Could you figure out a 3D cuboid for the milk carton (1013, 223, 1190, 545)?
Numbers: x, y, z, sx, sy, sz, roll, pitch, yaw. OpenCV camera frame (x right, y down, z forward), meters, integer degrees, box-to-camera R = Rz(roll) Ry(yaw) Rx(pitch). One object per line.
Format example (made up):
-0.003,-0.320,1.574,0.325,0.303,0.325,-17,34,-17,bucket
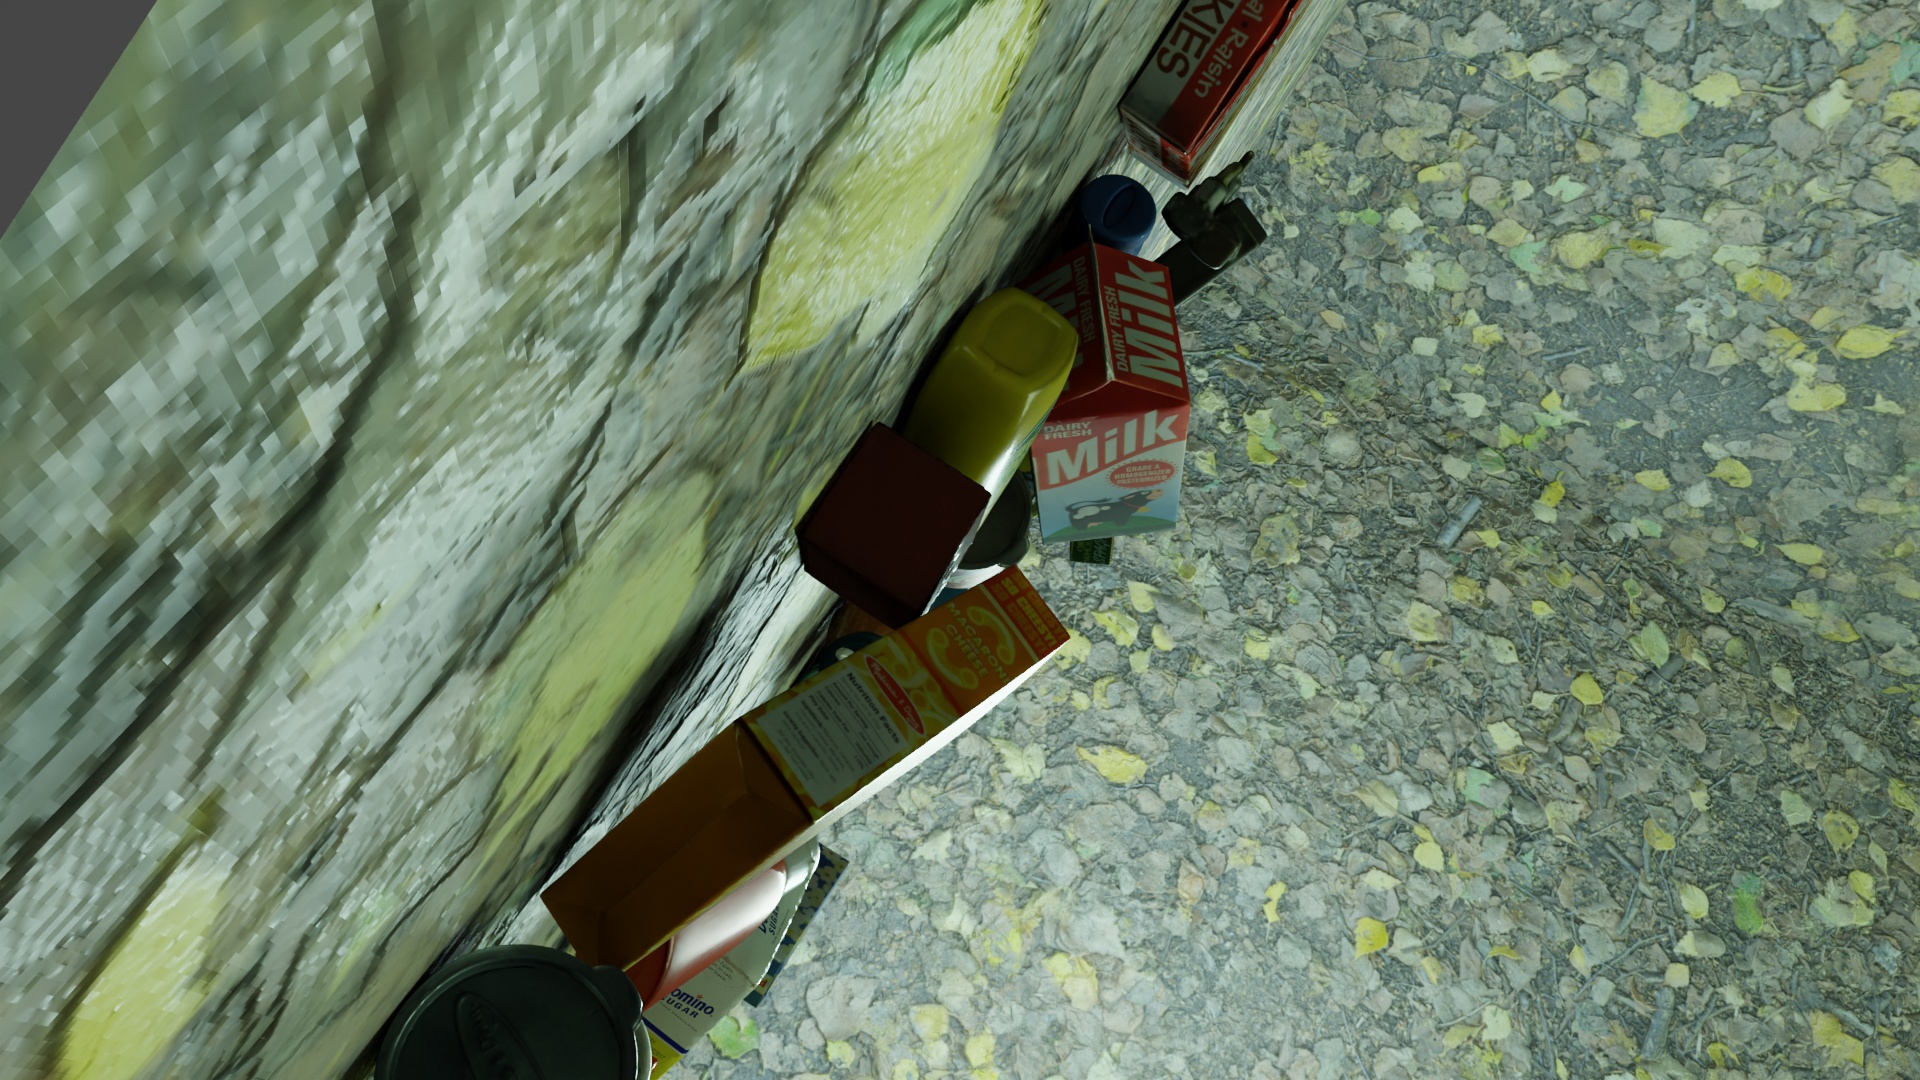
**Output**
0.066,-0.067,0.659,0.190,0.073,0.072,76,8,-67,milk carton

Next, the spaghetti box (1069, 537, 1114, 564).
0.093,-0.081,0.965,0.251,0.029,0.049,-83,177,-50,spaghetti box

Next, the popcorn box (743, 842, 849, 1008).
-0.130,0.217,0.855,0.038,0.085,0.127,-59,176,20,popcorn box

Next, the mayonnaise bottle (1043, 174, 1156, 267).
0.059,-0.125,0.693,0.065,0.041,0.147,-57,178,-22,mayonnaise bottle

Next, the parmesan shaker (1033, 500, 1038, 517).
0.046,-0.055,0.981,0.071,0.071,0.103,-57,177,12,parmesan shaker

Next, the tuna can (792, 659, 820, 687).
-0.064,0.099,0.808,0.071,0.071,0.033,-57,177,9,tuna can

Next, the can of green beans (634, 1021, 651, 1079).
-0.141,0.181,0.452,0.057,0.071,0.071,-59,176,29,can of green beans

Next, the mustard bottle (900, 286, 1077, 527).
-0.001,-0.036,0.588,0.066,0.049,0.159,-53,175,-37,mustard bottle

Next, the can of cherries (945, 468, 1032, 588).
0.003,-0.009,0.724,0.071,0.071,0.058,-56,178,-14,can of cherries

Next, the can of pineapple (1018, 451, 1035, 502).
0.032,-0.058,0.808,0.071,0.058,0.071,-57,177,-4,can of pineapple

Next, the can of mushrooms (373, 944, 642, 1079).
-0.121,0.146,0.380,0.071,0.071,0.033,-55,177,-32,can of mushrooms

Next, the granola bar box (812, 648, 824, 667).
-0.082,0.106,0.893,0.165,0.039,0.124,-57,177,9,granola bar box

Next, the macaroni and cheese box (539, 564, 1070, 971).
-0.048,0.077,0.487,0.123,0.040,0.167,-41,172,33,macaroni and cheese box

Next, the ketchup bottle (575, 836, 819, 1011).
-0.112,0.161,0.632,0.149,0.043,0.064,-10,122,-69,ketchup bottle

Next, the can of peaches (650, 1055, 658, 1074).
-0.182,0.253,0.646,0.071,0.058,0.071,-56,176,-5,can of peaches

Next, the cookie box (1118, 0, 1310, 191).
0.127,-0.233,0.653,0.122,0.040,0.168,-57,178,12,cookie box
